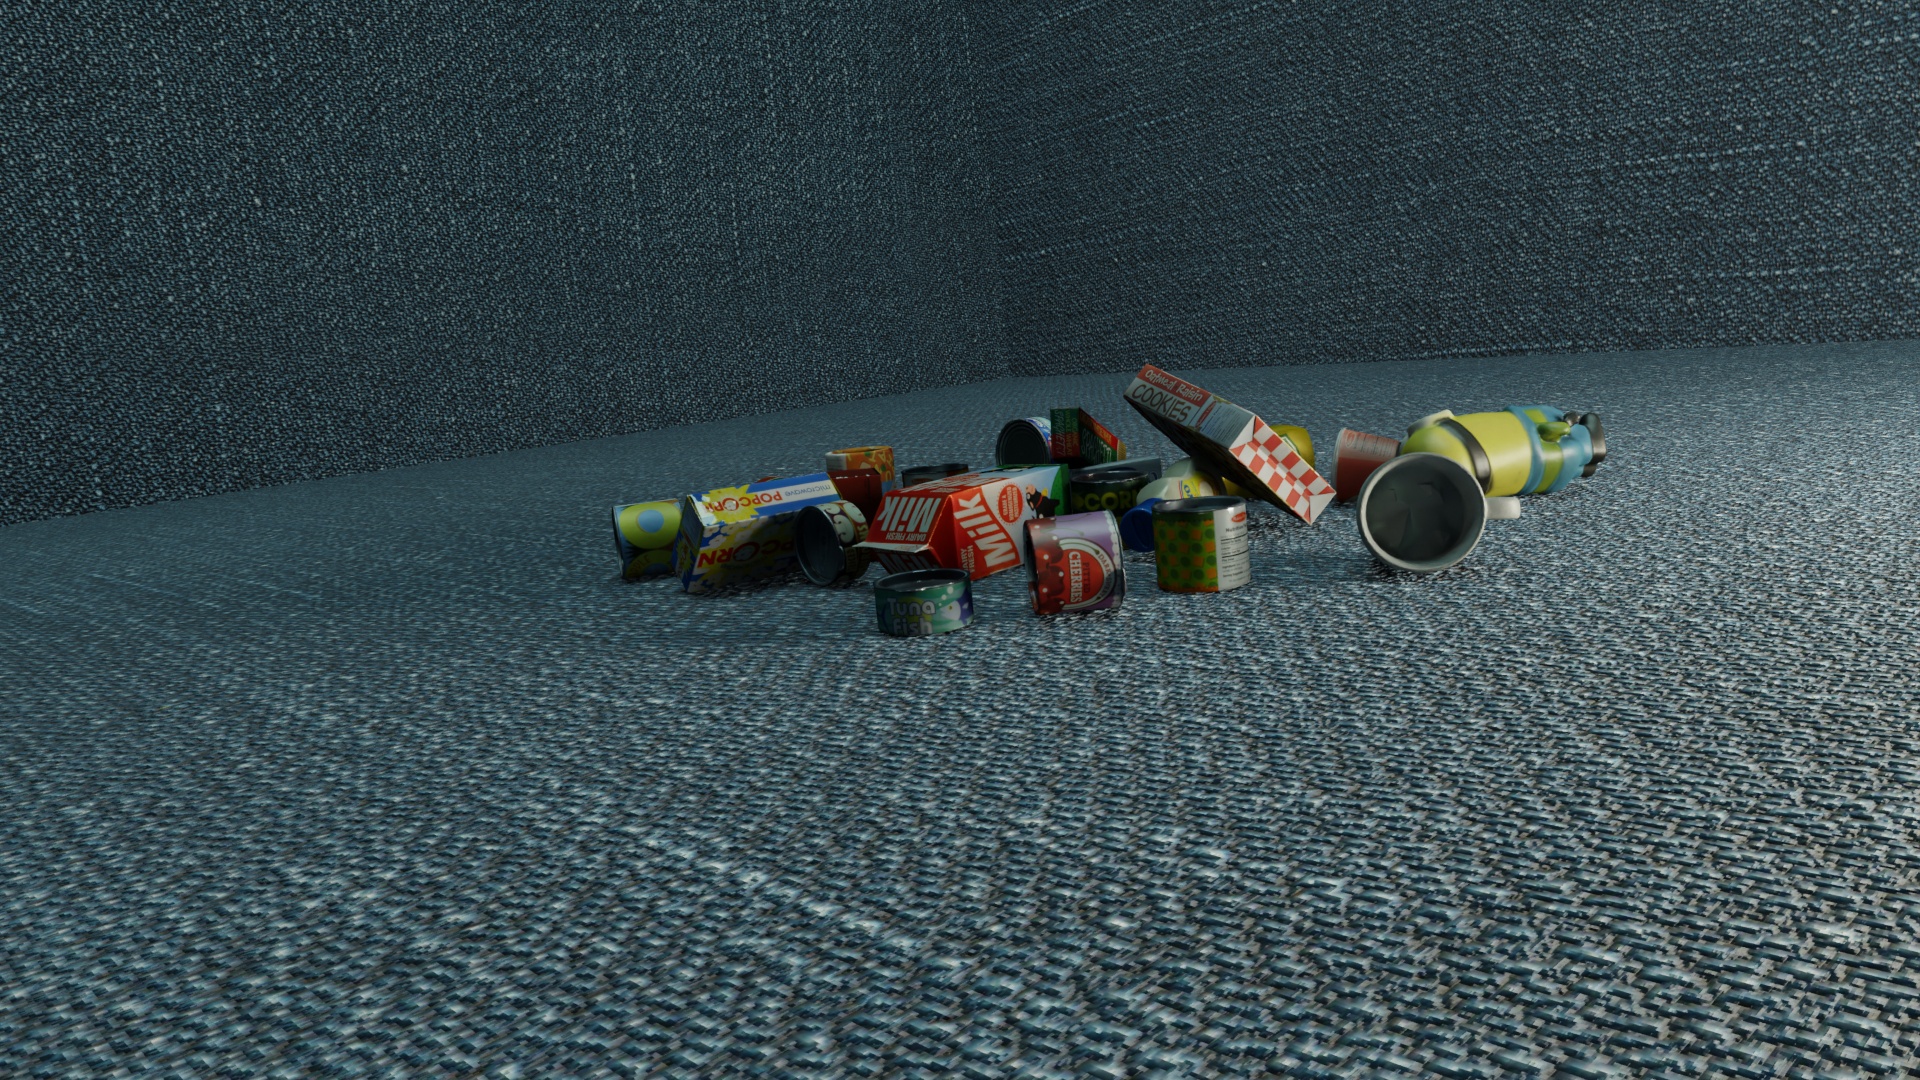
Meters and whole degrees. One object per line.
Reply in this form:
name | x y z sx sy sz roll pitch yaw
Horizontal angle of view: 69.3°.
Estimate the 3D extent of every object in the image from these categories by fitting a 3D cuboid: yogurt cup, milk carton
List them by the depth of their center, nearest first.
milk carton | 0.005 -0.012 1.111 0.072 0.073 0.191 3 13 43
yogurt cup | 0.368 -0.065 1.257 0.054 0.072 0.072 7 14 23

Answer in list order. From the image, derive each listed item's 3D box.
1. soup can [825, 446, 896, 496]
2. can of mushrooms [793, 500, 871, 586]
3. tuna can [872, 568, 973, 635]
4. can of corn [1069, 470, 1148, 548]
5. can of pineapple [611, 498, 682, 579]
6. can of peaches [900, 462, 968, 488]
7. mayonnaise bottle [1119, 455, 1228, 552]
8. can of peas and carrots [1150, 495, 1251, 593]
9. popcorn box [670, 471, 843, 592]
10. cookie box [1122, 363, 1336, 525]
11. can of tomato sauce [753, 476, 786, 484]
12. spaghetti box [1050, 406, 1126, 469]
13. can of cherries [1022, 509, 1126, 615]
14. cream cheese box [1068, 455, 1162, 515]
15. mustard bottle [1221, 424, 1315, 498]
soup can | -0.091 -0.046 1.341 0.071 0.083 0.071 -5 9 1
can of mushrooms | -0.101 0.003 1.109 0.033 0.071 0.071 -11 11 -39
tuna can | -0.025 0.041 0.931 0.071 0.032 0.071 -5 9 1
can of corn | 0.127 -0.025 1.165 0.071 0.058 0.071 -5 9 1
can of pineapple | -0.276 0.000 1.234 0.058 0.071 0.071 -8 9 -16
can of peaches | -0.021 -0.043 1.359 0.071 0.058 0.071 -6 9 1
mayonnaise bottle | 0.175 -0.026 1.136 0.041 0.064 0.149 -22 3 33
can of peas and carrots | 0.167 0.002 0.977 0.071 0.058 0.071 -6 9 1
popcorn box | -0.167 -0.007 1.145 0.127 0.084 0.038 -11 55 -31
cookie box | 0.229 -0.085 1.203 0.123 0.040 0.168 36 3 -33
can of tomato sauce | -0.164 -0.026 1.319 0.071 0.071 0.083 -9 9 -23
spaghetti box | 0.130 -0.088 1.380 0.028 0.050 0.250 -3 -6 17
can of cherries | 0.075 0.016 0.927 0.058 0.071 0.071 -6 9 -4
cream cheese box | 0.143 -0.047 1.300 0.104 0.053 0.024 -10 8 -28
mustard bottle | 0.267 -0.067 1.339 0.161 0.065 0.049 -17 7 -24
